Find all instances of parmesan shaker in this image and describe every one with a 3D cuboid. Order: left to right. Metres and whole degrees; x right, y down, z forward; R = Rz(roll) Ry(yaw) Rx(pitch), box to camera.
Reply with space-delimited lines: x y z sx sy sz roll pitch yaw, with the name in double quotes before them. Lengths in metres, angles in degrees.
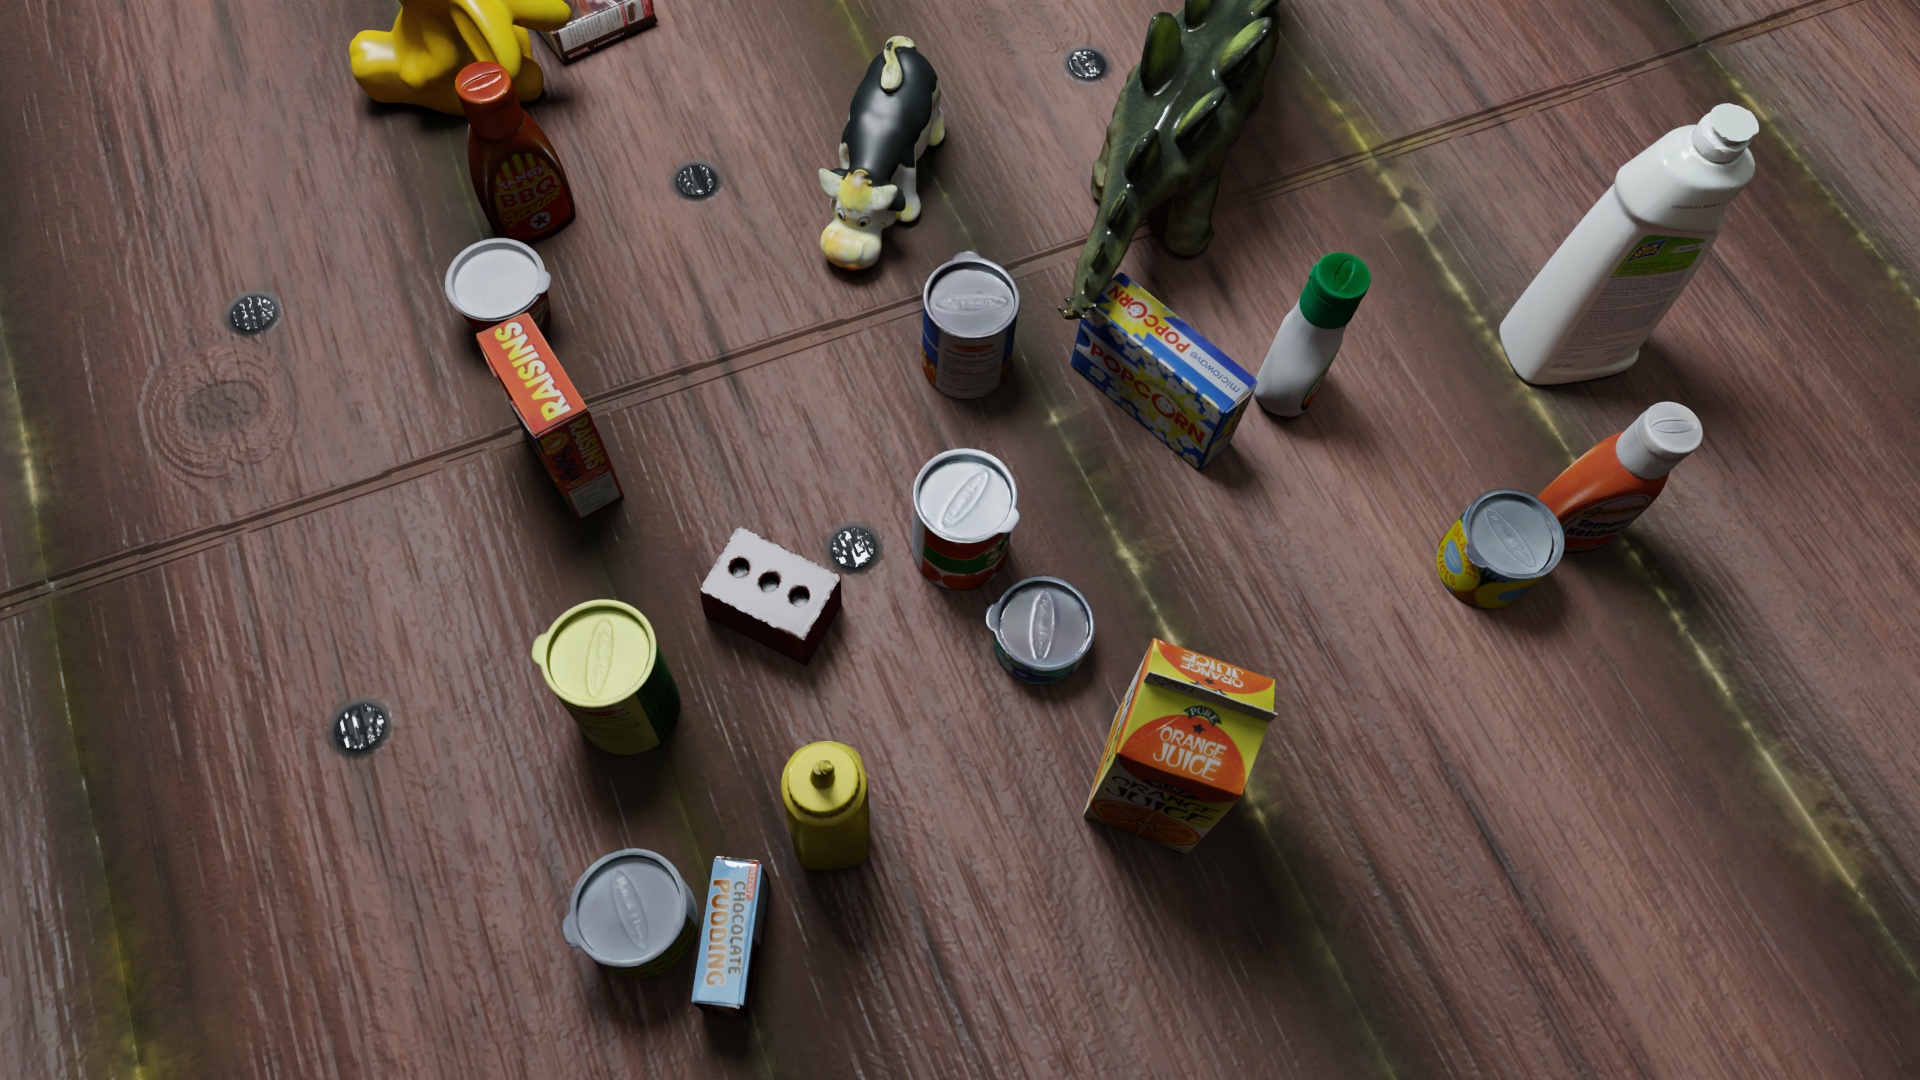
"parmesan shaker" -0.213 0.085 0.846 0.071 0.102 0.071 1 66 -2

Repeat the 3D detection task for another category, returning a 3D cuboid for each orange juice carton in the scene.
"orange juice carton" 0.126 0.117 0.800 0.072 0.192 0.073 19 66 6

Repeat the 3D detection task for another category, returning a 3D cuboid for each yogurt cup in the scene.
"yogurt cup" -0.324 -0.172 0.985 0.072 0.053 0.072 1 65 -2

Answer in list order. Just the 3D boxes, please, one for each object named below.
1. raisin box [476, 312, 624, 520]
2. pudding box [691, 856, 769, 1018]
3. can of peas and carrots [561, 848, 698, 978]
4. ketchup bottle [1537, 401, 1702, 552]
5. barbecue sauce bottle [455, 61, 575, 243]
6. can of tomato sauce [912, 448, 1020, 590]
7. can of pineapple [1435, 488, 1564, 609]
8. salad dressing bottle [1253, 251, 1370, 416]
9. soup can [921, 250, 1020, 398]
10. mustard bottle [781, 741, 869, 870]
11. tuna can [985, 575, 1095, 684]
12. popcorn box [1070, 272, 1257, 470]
"raisin box" -0.267 -0.079 0.908 0.040 0.123 0.086 -29 70 -15
"pudding box" -0.133 0.232 0.812 0.030 0.049 0.084 5 65 0
"can of peas and carrots" -0.191 0.220 0.810 0.071 0.058 0.071 1 65 -2
"ketchup bottle" 0.431 -0.040 0.913 0.065 0.148 0.044 -3 66 -4
"barbecue sauce bottle" -0.318 -0.273 0.980 0.065 0.148 0.044 -29 70 -15
"can of tomato sauce" 0.003 -0.011 0.913 0.071 0.082 0.071 1 66 -2
"can of pineapple" 0.361 0.007 0.937 0.071 0.057 0.071 1 65 -2
"salad dressing bottle" 0.240 -0.139 0.949 0.044 0.147 0.064 27 67 9
"soup can" 0.006 -0.150 0.977 0.071 0.083 0.071 1 66 -2
"mustard bottle" -0.077 0.146 0.794 0.049 0.159 0.065 -5 66 -5
"tuna can" 0.051 0.059 0.911 0.071 0.032 0.071 1 65 -2
"popcorn box" 0.139 -0.117 0.967 0.127 0.085 0.038 42 70 15
